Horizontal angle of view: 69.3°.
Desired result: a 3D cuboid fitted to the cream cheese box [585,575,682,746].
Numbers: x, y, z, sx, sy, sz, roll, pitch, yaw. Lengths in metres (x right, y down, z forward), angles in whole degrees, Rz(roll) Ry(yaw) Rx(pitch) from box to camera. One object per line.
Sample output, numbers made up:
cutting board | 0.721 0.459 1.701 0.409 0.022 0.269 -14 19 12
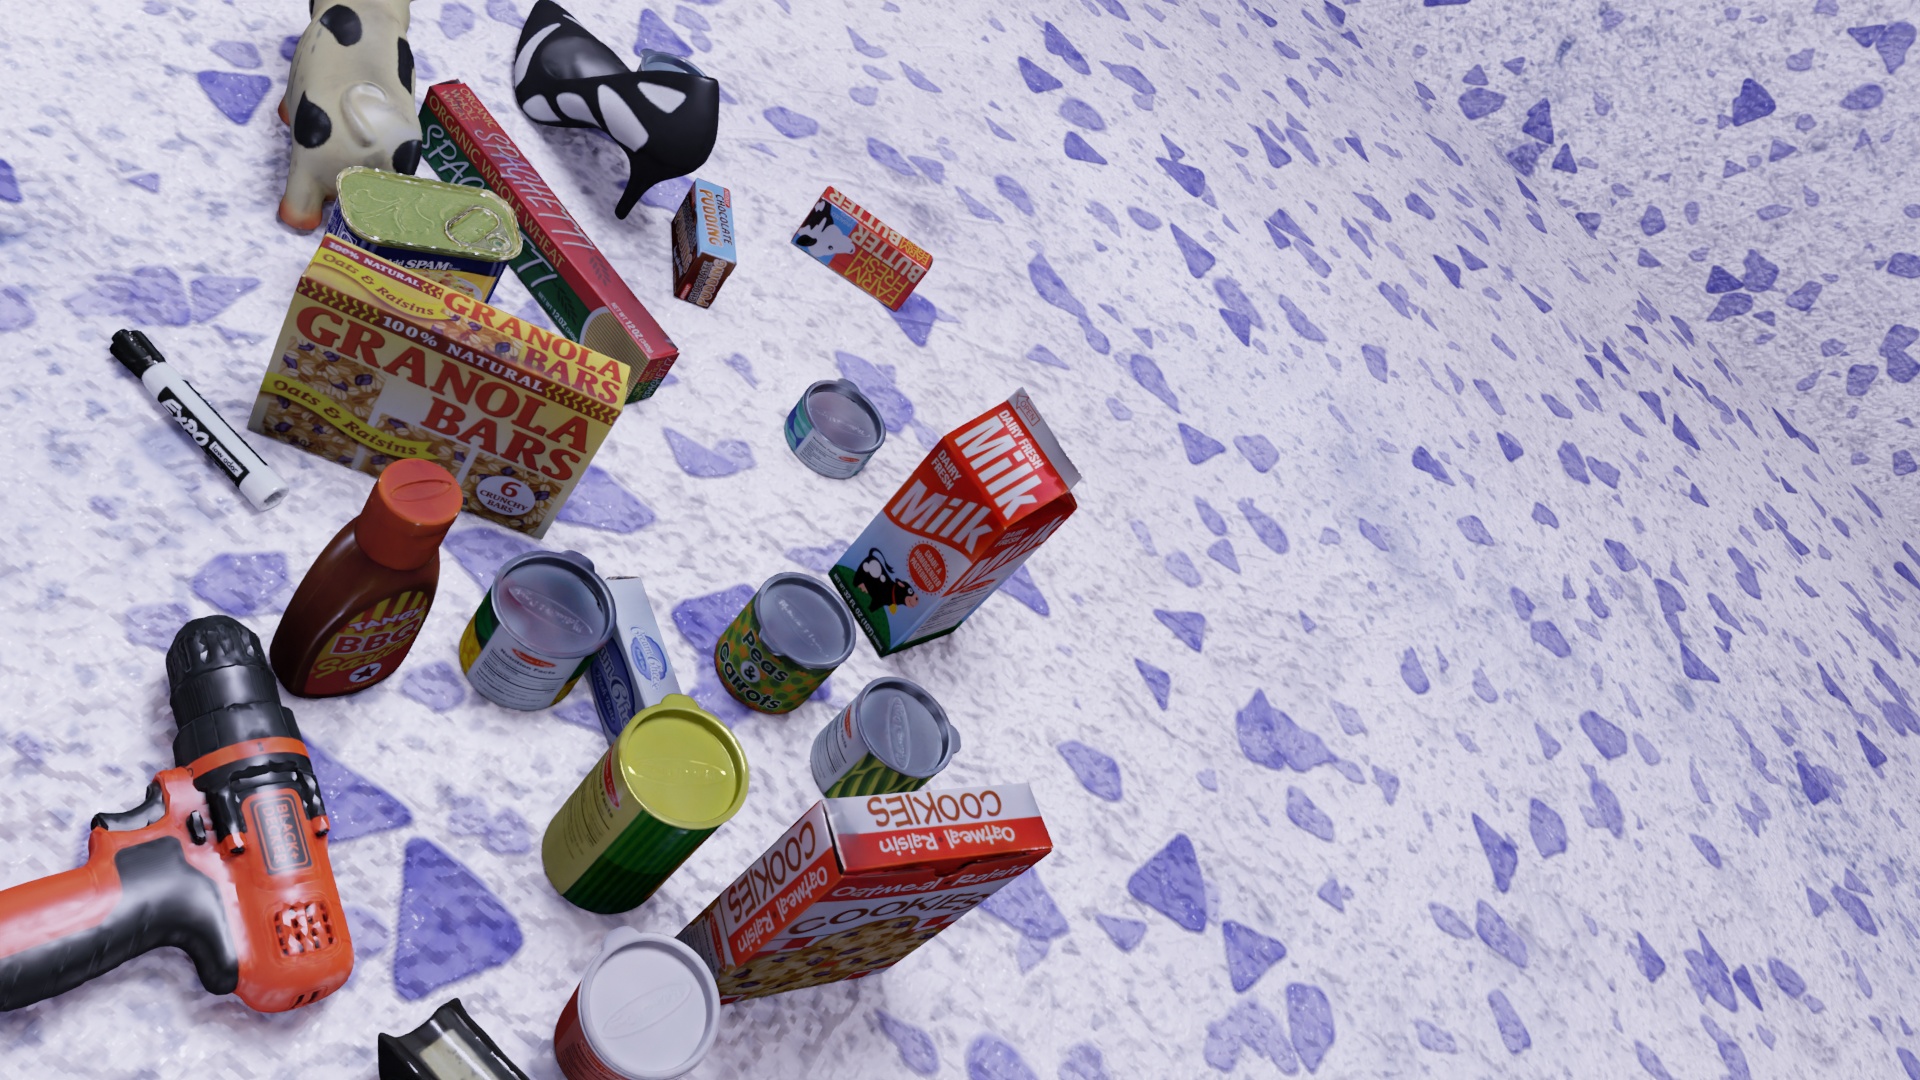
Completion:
cream cheese box | -0.178 0.076 0.754 0.024 0.053 0.104 -2 57 -42

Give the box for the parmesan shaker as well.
parmesan shaker | -0.156 0.131 0.684 0.071 0.102 0.072 23 43 -24

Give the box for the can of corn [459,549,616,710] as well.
can of corn | -0.224 0.047 0.738 0.071 0.058 0.071 23 43 -23

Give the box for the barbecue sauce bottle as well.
barbecue sauce bottle | -0.274 0.019 0.650 0.065 0.147 0.044 -17 68 -47

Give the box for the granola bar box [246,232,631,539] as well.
granola bar box | -0.280 -0.078 0.750 0.165 0.123 0.039 24 43 -23

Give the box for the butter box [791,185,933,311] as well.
butter box | -0.078 -0.234 1.117 0.103 0.053 0.024 32 40 -14

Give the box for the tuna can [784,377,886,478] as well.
tuna can | -0.089 -0.081 0.987 0.071 0.032 0.071 23 43 -23

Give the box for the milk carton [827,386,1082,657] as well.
milk carton | 0.003 -0.011 0.878 0.074 0.189 0.072 -15 66 -47

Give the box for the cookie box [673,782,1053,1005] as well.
cookie box | -0.051 0.176 0.683 0.123 0.166 0.040 3 54 -39

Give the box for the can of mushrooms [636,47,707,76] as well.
can of mushrooms | -0.233 -0.358 1.113 0.071 0.033 0.071 23 43 -23

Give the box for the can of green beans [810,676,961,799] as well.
can of green beans | -0.047 0.123 0.820 0.071 0.057 0.071 23 43 -23

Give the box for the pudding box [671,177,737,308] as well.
pudding box | -0.187 -0.217 1.012 0.030 0.049 0.084 15 47 -31

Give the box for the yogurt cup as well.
yogurt cup | -0.153 0.224 0.643 0.072 0.053 0.073 23 43 -23

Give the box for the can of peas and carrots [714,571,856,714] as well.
can of peas and carrots | -0.106 0.063 0.824 0.071 0.058 0.071 23 43 -23

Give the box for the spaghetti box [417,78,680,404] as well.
spaghetti box | -0.278 -0.199 0.919 0.250 0.050 0.029 51 39 9
